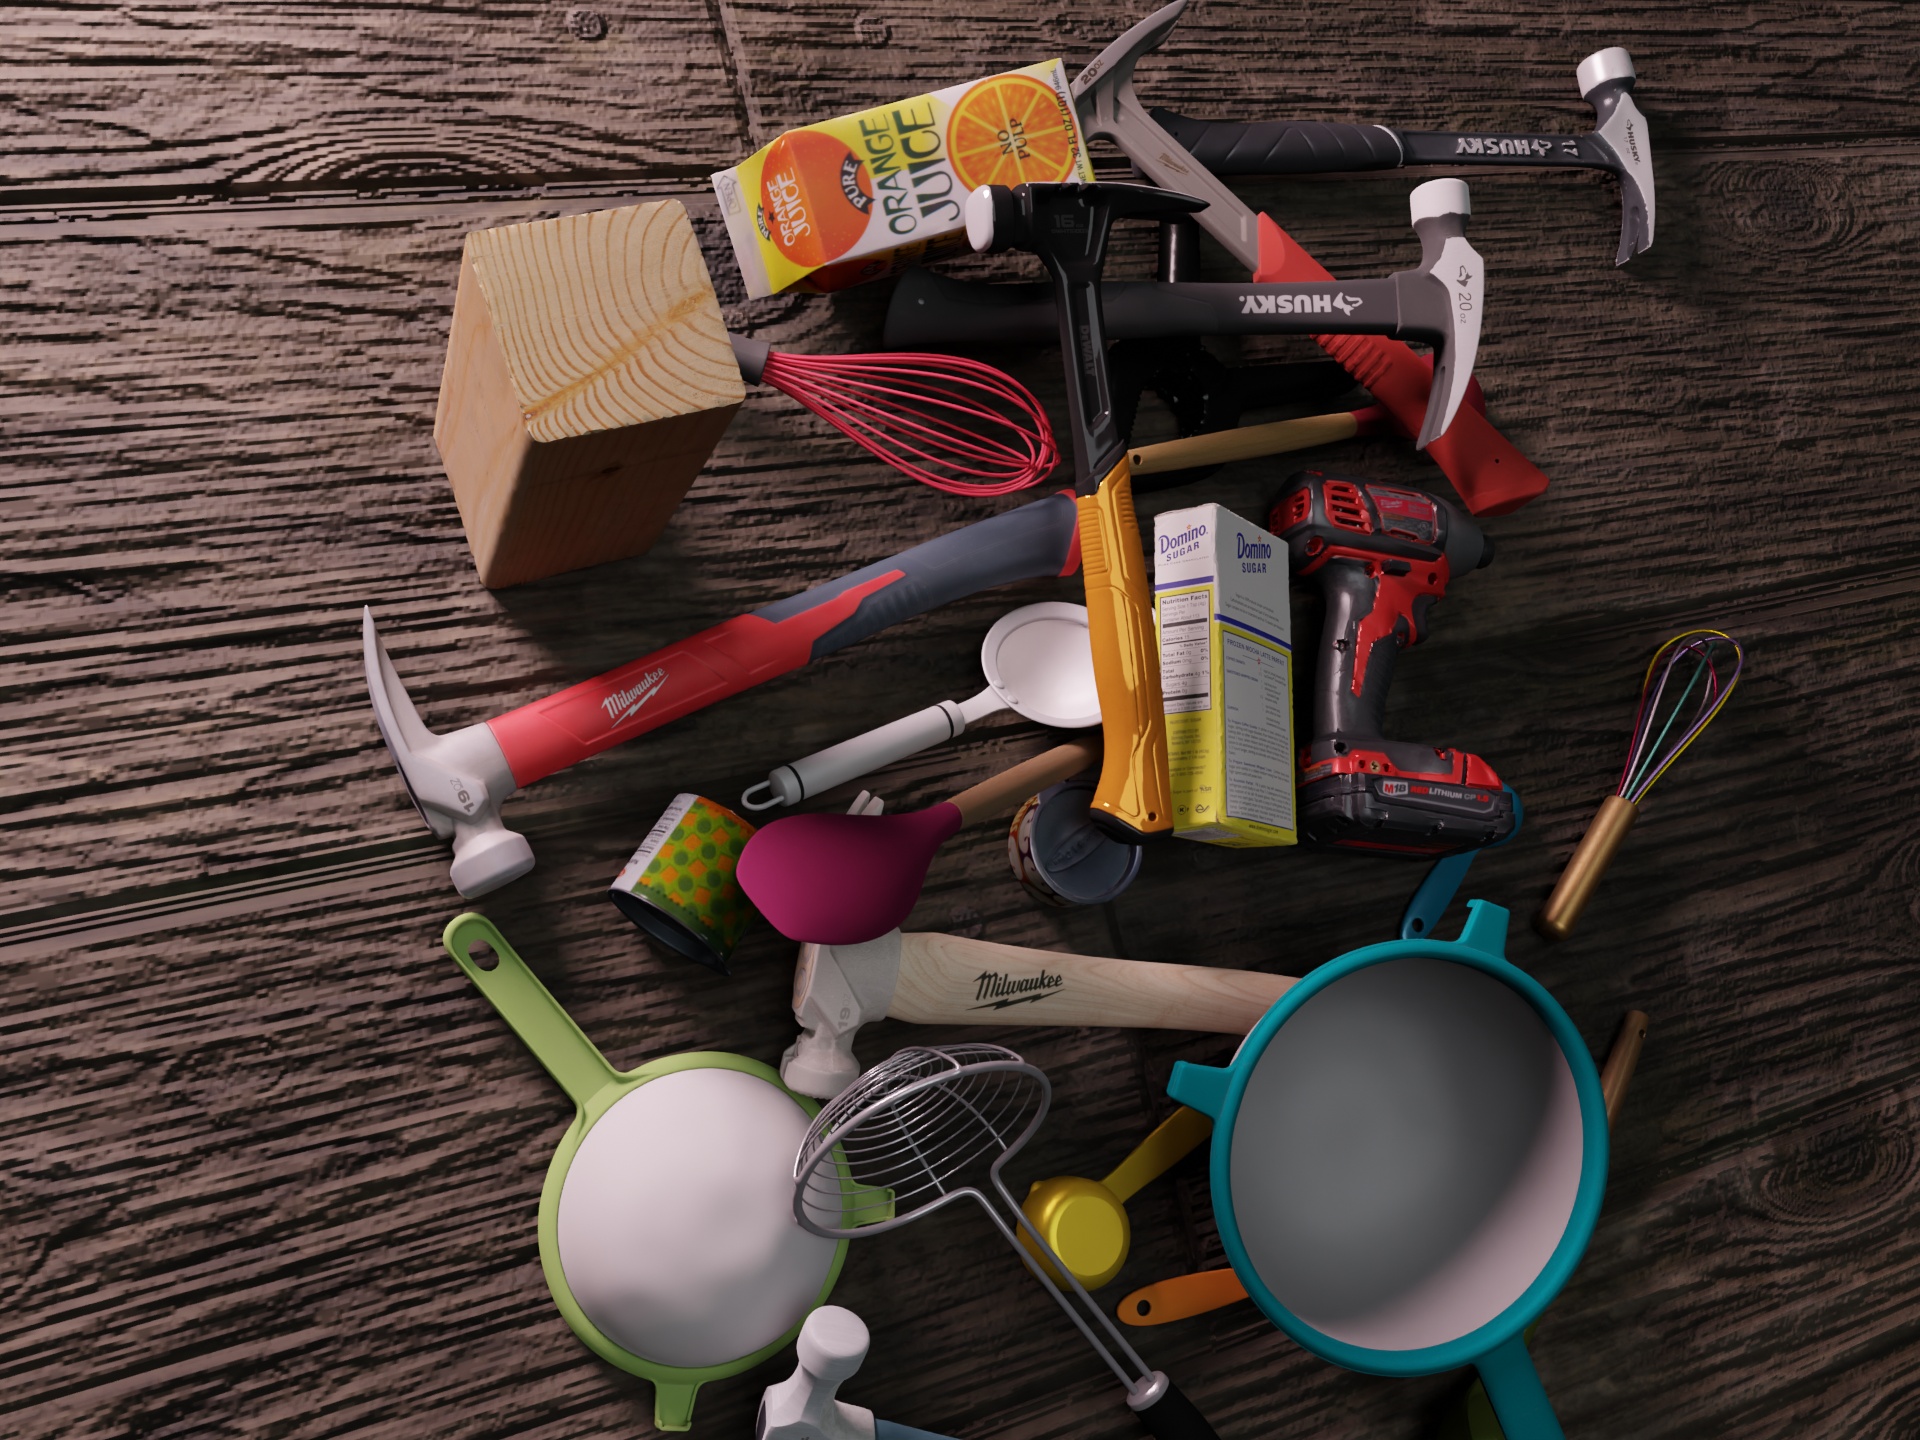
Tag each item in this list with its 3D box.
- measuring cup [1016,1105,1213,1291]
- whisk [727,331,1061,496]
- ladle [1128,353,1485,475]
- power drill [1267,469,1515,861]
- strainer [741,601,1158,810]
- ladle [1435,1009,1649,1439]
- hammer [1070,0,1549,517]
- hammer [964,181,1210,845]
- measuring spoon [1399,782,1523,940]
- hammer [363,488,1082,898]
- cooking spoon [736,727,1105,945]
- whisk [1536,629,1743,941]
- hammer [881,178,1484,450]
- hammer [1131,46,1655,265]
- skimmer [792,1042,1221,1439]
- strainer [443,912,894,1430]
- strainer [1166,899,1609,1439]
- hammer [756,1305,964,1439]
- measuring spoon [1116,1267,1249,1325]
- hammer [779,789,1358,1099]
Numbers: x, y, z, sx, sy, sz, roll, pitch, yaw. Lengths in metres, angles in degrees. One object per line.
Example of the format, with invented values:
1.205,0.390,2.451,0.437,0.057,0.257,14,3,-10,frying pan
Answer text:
0.097,0.237,0.830,0.156,0.029,0.062,-33,92,-24,measuring cup
-0.085,-0.181,0.837,0.295,0.073,0.073,16,73,-12,whisk
0.210,-0.172,0.939,0.315,0.031,0.069,-15,91,-31,ladle
0.254,-0.034,0.929,0.143,0.078,0.220,7,73,-20,power drill
-0.001,-0.003,0.825,0.258,0.050,0.087,-22,58,-30,strainer
0.346,0.303,0.901,0.078,0.062,0.320,43,64,-23,ladle
0.206,-0.257,0.929,0.359,0.036,0.149,43,72,0,hammer
0.082,-0.105,0.814,0.127,0.034,0.337,-7,92,-22,hammer
0.300,0.085,0.946,0.042,0.021,0.129,44,66,-7,measuring spoon
-0.101,-0.055,0.813,0.386,0.038,0.143,-25,87,-24,hammer
0.010,0.039,0.767,0.069,0.017,0.319,47,34,16,cooking spoon
0.423,0.036,1.001,0.047,0.051,0.245,33,72,11,whisk
0.124,-0.221,0.875,0.334,0.035,0.146,-2,86,-6,hammer
0.293,-0.369,1.038,0.409,0.036,0.149,-8,83,-22,hammer
0.059,0.292,0.746,0.127,0.090,0.363,-36,104,4,skimmer
-0.146,0.187,0.725,0.151,0.069,0.256,-41,96,-24,strainer
0.238,0.269,0.817,0.211,0.095,0.340,-26,97,-12,strainer
0.061,0.362,0.745,0.331,0.033,0.128,19,110,-15,hammer
0.136,0.302,0.841,0.117,0.011,0.021,-4,80,-22,measuring spoon
0.114,0.137,0.836,0.410,0.038,0.146,10,94,-23,hammer
